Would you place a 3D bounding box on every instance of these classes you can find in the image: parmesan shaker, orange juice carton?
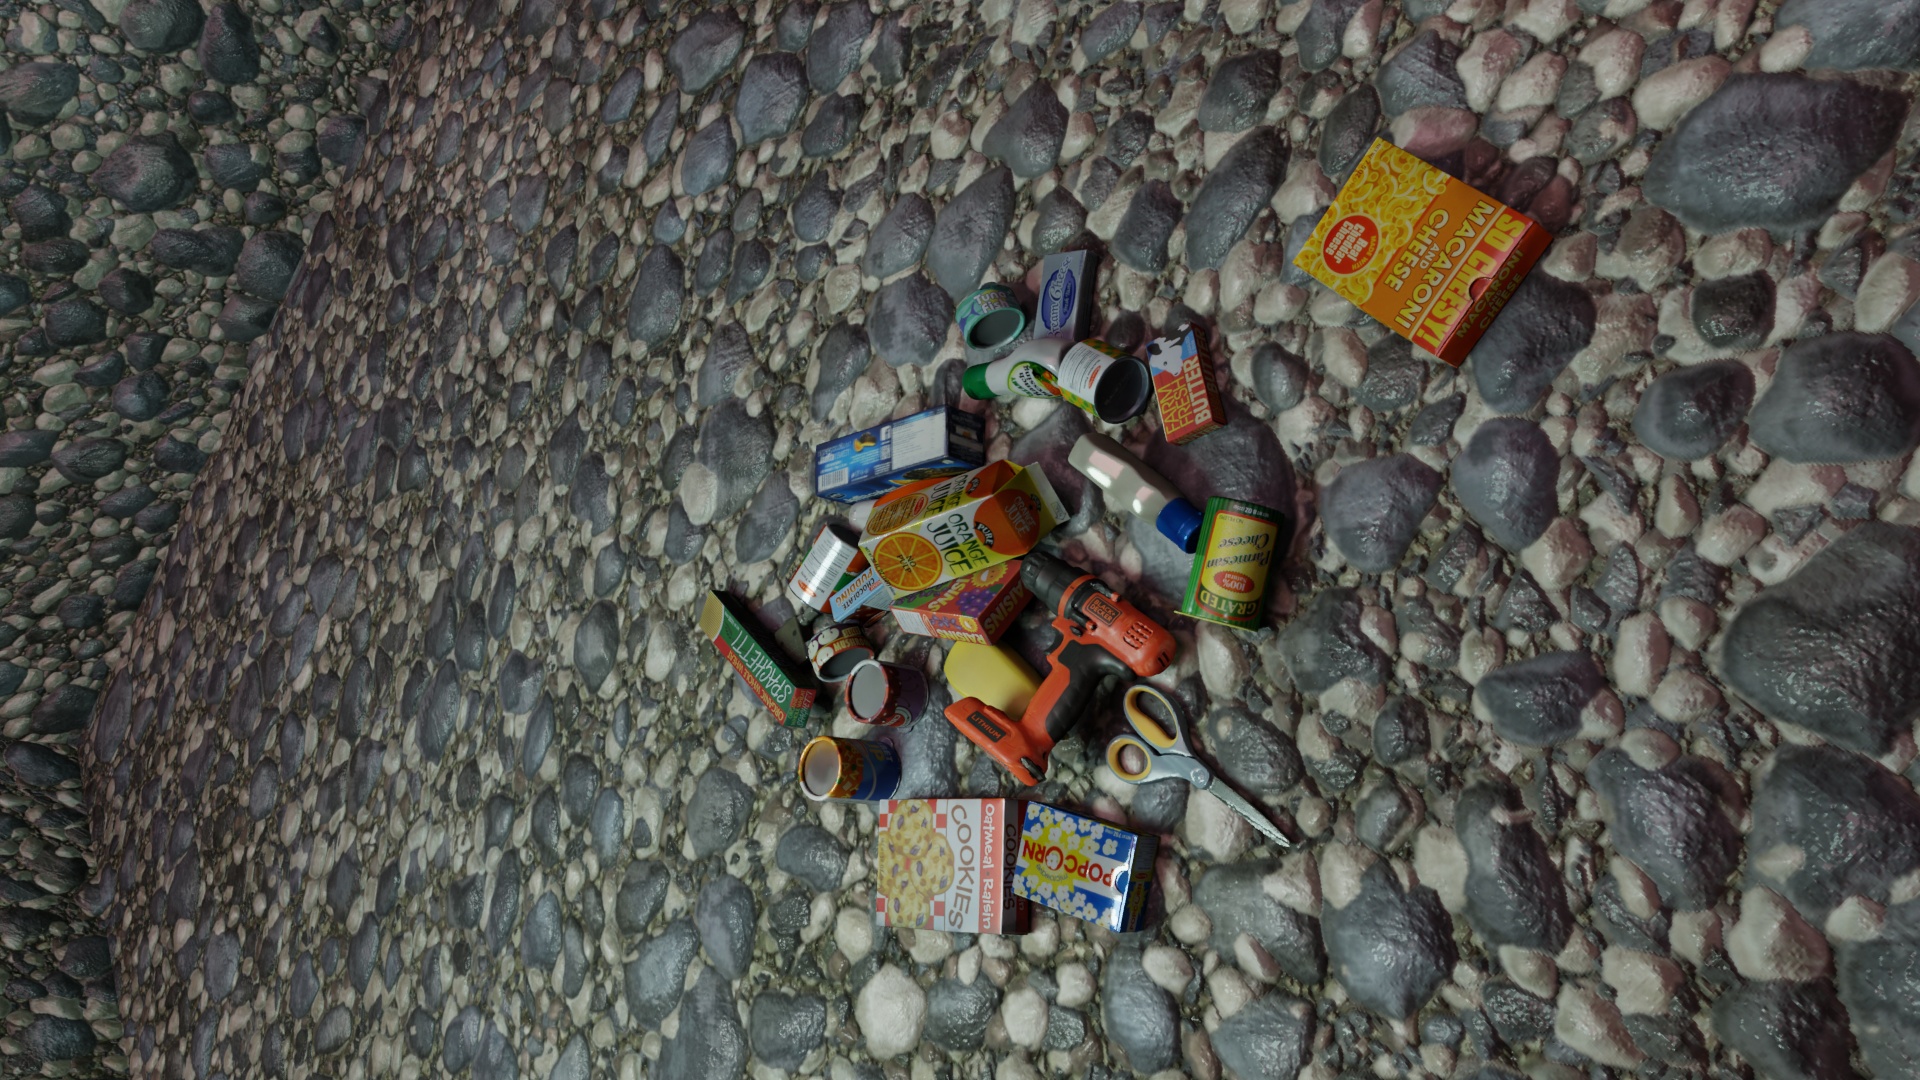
[{"bbox_3d":[0.225,0.019,1.163,0.071,0.071,0.103,12,88,44],"label":"parmesan shaker"},{"bbox_3d":[0.005,-0.017,1.342,0.192,0.071,0.073,-20,27,21],"label":"orange juice carton"}]

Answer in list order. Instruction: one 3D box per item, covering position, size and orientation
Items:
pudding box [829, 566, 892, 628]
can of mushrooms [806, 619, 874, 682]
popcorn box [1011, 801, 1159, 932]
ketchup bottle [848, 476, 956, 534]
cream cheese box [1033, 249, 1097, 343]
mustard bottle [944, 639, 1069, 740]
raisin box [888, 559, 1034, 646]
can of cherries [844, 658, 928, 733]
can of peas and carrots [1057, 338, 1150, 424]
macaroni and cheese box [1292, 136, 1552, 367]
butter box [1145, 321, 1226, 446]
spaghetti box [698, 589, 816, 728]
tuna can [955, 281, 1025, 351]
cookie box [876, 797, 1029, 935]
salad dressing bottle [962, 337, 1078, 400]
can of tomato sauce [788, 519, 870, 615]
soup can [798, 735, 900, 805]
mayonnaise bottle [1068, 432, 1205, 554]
[{"bbox_3d":[-0.093,0.058,1.466,0.083,0.049,0.030,-38,55,30],"label":"pudding box"},{"bbox_3d":[-0.125,0.117,1.469,0.070,0.071,0.033,-45,54,26],"label":"can of mushrooms"},{"bbox_3d":[0.108,0.286,1.226,0.126,0.038,0.085,8,84,44],"label":"popcorn box"},{"bbox_3d":[-0.055,-0.030,1.457,0.148,0.043,0.065,-5,80,42],"label":"ketchup bottle"},{"bbox_3d":[0.104,-0.235,1.376,0.053,0.024,0.104,1,80,44],"label":"cream cheese box"},{"bbox_3d":[0.051,0.146,1.309,0.160,0.049,0.065,38,101,41],"label":"mustard bottle"},{"bbox_3d":[0.003,0.056,1.355,0.123,0.040,0.086,5,42,44],"label":"raisin box"},{"bbox_3d":[-0.076,0.159,1.417,0.071,0.058,0.071,-13,70,41],"label":"can of cherries"},{"bbox_3d":[0.135,-0.148,1.295,0.059,0.071,0.071,36,105,48],"label":"can of peas and carrots"},{"bbox_3d":[0.366,-0.234,1.118,0.167,0.040,0.123,47,112,40],"label":"macaroni and cheese box"},{"bbox_3d":[0.203,-0.141,1.258,0.053,0.024,0.104,-27,62,36],"label":"butter box"},{"bbox_3d":[-0.232,0.129,1.567,0.251,0.029,0.050,38,113,50],"label":"spaghetti box"},{"bbox_3d":[0.031,-0.227,1.411,0.071,0.071,0.033,-41,56,28],"label":"tuna can"},{"bbox_3d":[-0.008,0.310,1.328,0.167,0.040,0.123,-11,72,42],"label":"cookie box"},{"bbox_3d":[0.062,-0.165,1.376,0.147,0.064,0.044,-4,50,51],"label":"salad dressing bottle"},{"bbox_3d":[-0.137,0.028,1.505,0.071,0.071,0.083,47,111,40],"label":"can of tomato sauce"},{"bbox_3d":[-0.112,0.232,1.415,0.071,0.084,0.071,-13,70,41],"label":"soup can"},{"bbox_3d":[0.164,-0.043,1.246,0.148,0.065,0.041,44,113,37],"label":"mayonnaise bottle"}]
